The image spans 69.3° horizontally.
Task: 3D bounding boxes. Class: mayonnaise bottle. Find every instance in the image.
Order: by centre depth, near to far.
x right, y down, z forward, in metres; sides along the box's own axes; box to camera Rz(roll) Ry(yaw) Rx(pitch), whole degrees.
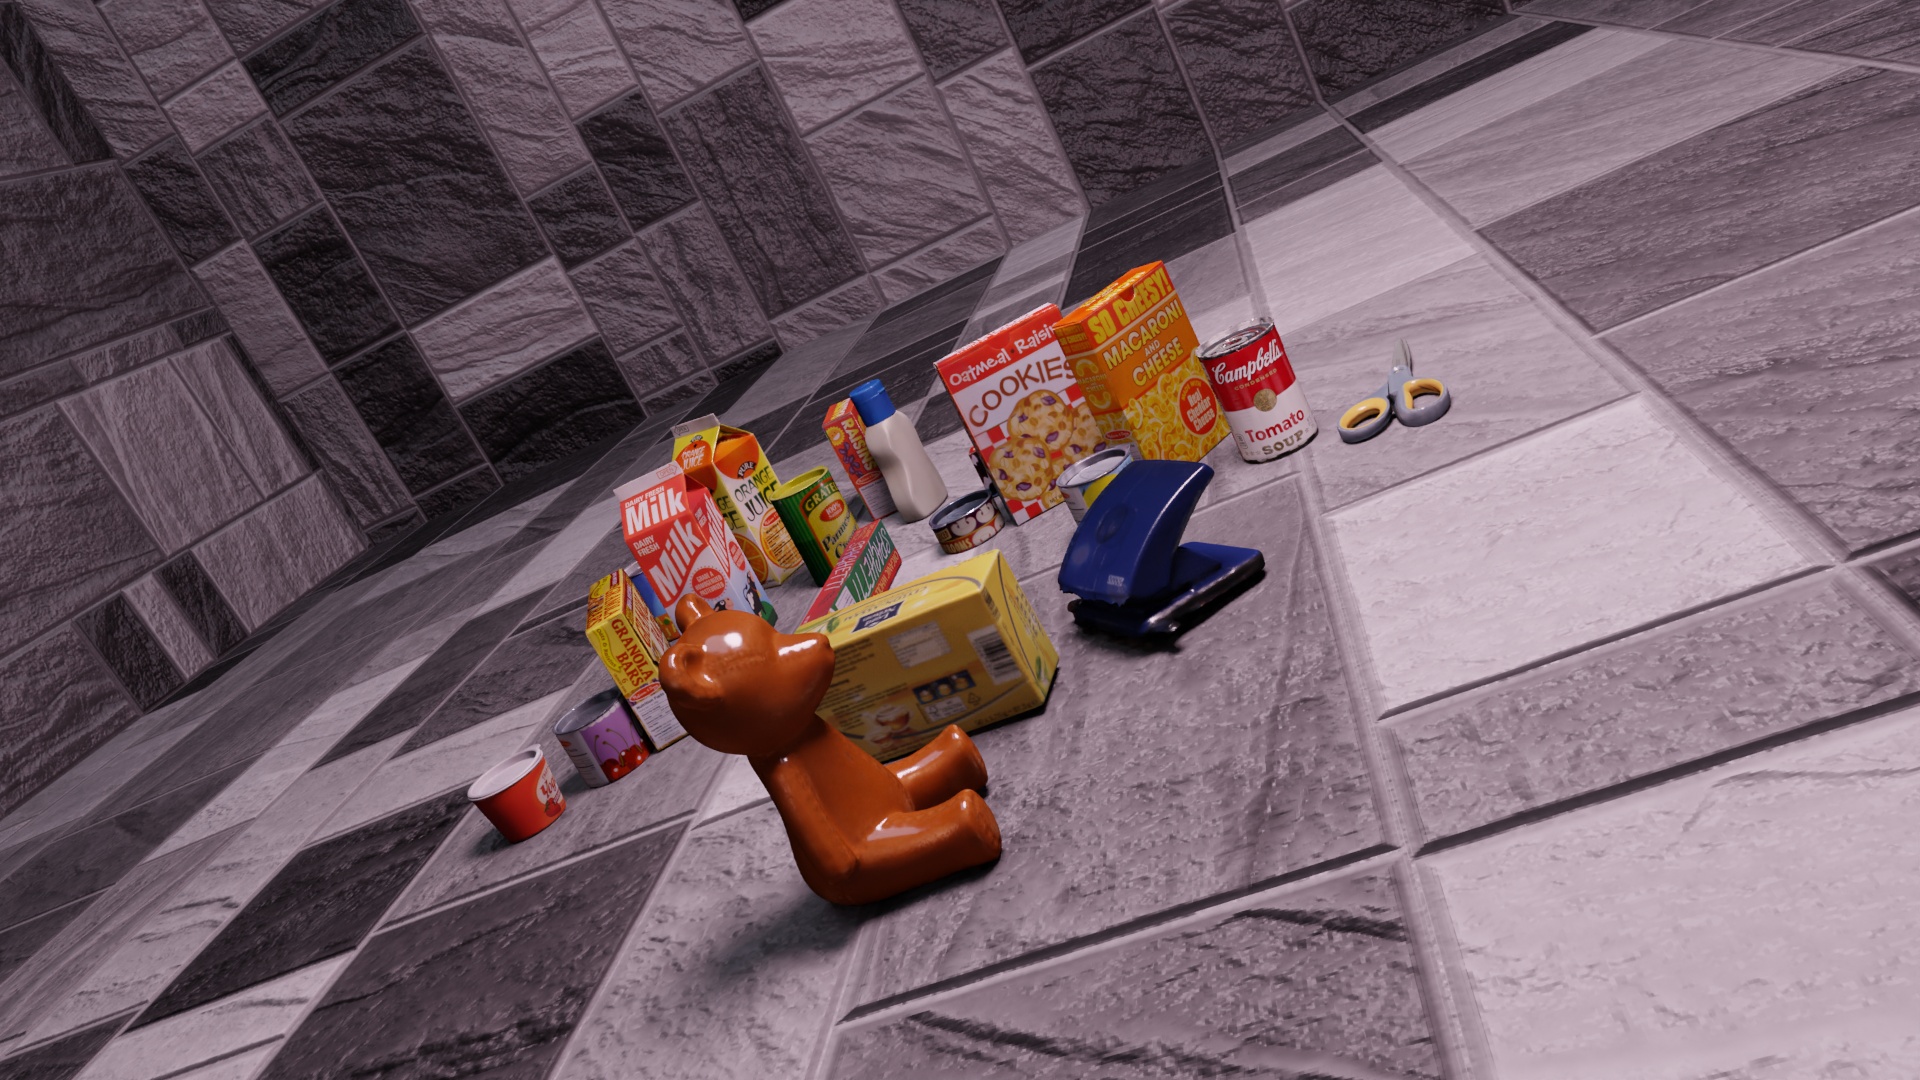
[{"bbox_3d":[-0.067,-0.095,1.449,0.041,0.147,0.065,-16,20,35],"label":"mayonnaise bottle"}]

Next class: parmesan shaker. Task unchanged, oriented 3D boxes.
[{"bbox_3d":[-0.137,-0.015,1.397,0.071,0.103,0.071,-25,17,8],"label":"parmesan shaker"}]

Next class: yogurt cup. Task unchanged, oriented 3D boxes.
[{"bbox_3d":[-0.366,0.214,1.155,0.072,0.054,0.072,-25,17,8],"label":"yogurt cup"}]

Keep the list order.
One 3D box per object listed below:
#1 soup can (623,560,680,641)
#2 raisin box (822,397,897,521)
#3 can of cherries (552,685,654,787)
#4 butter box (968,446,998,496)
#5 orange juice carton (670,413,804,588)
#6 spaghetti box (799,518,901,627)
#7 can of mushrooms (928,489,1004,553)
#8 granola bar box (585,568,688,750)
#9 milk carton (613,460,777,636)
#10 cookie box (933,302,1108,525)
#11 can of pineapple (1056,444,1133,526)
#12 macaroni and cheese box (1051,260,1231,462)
[{"bbox_3d":[-0.315,0.057,1.487,0.071,0.083,0.071,-25,17,8],"label":"soup can"},{"bbox_3d":[-0.106,-0.092,1.542,0.040,0.123,0.086,-25,17,10],"label":"raisin box"},{"bbox_3d":[-0.302,0.167,1.188,0.071,0.058,0.072,-25,17,8],"label":"can of cherries"},{"bbox_3d":[0.065,-0.087,1.388,0.103,0.053,0.024,-24,17,12],"label":"butter box"},{"bbox_3d":[-0.241,-0.045,1.488,0.071,0.192,0.073,-14,21,39],"label":"orange juice carton"},{"bbox_3d":[-0.096,0.051,1.231,0.028,0.050,0.251,-22,18,18],"label":"spaghetti box"},{"bbox_3d":[0.005,-0.016,1.305,0.071,0.033,0.071,-25,17,8],"label":"can of mushrooms"},{"bbox_3d":[-0.286,0.102,1.241,0.039,0.124,0.166,-29,17,-6],"label":"granola bar box"},{"bbox_3d":[-0.253,0.020,1.317,0.072,0.190,0.074,-24,17,11],"label":"milk carton"},{"bbox_3d":[0.067,-0.116,1.273,0.123,0.167,0.040,-28,16,-3],"label":"cookie box"},{"bbox_3d":[0.122,-0.038,1.147,0.071,0.057,0.071,-25,17,8],"label":"can of pineapple"},{"bbox_3d":[0.162,-0.140,1.201,0.124,0.166,0.040,-39,20,-35],"label":"macaroni and cheese box"}]
